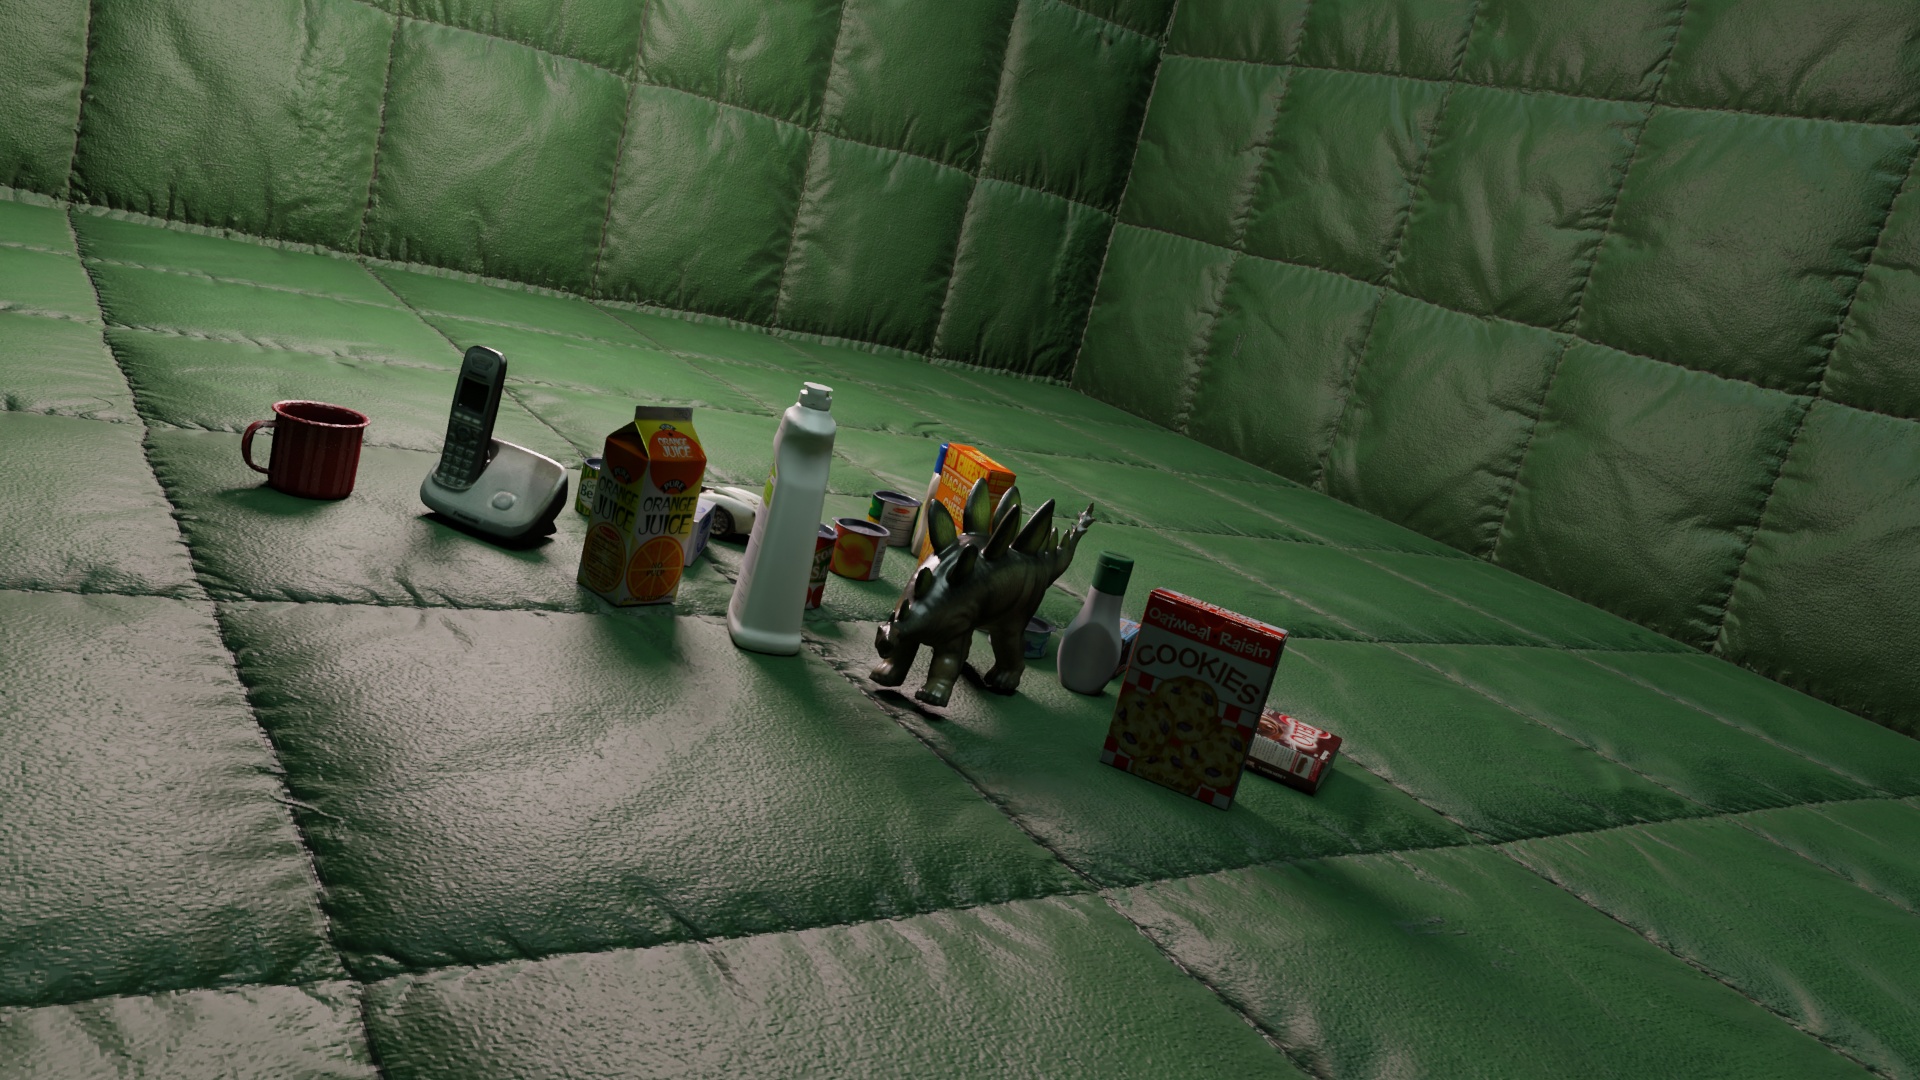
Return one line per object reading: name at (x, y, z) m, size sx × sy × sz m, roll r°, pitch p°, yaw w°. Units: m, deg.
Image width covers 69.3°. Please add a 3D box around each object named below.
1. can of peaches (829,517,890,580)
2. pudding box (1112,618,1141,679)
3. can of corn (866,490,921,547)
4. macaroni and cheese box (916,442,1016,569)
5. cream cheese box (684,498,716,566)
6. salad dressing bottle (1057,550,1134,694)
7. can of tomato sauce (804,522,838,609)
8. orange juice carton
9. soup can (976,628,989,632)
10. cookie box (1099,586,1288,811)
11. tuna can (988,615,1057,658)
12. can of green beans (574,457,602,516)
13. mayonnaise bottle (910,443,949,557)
can of peaches at (-0.124, 0.009, 1.643) m, size 0.071 × 0.058 × 0.071 m, roll 14°, pitch 13°, yaw -3°
pudding box at (0.174, 0.119, 1.543) m, size 0.030 × 0.049 × 0.084 m, roll 20°, pitch 14°, yaw 18°
can of corn at (-0.090, -0.030, 1.838) m, size 0.071 × 0.058 × 0.071 m, roll 14°, pitch 13°, yaw -3°
macaroni and cheese box at (0.006, -0.021, 1.675) m, size 0.040 × 0.166 × 0.124 m, roll 8°, pitch 15°, yaw -28°
cream cheese box at (-0.297, -0.010, 1.543) m, size 0.024 × 0.053 × 0.104 m, roll 15°, pitch 13°, yaw -3°
salad dressing bottle at (0.143, 0.084, 1.439) m, size 0.064 × 0.147 × 0.044 m, roll 16°, pitch 13°, yaw 6°
can of tomato sauce at (-0.170, 0.024, 1.478) m, size 0.071 × 0.083 × 0.071 m, roll 14°, pitch 13°, yaw -3°
orange juice carton at (-0.306, -0.038, 1.348) m, size 0.073 × 0.192 × 0.072 m, roll 25°, pitch 16°, yaw 36°
soup can at (0.040, 0.056, 1.578) m, size 0.071 × 0.083 × 0.071 m, roll 14°, pitch 13°, yaw -3°
cookie box at (0.208, 0.140, 1.242) m, size 0.123 × 0.167 × 0.040 m, roll 19°, pitch 13°, yaw 18°
tuna can at (0.068, 0.103, 1.526) m, size 0.071 × 0.032 × 0.071 m, roll 14°, pitch 13°, yaw -3°
can of green beans at (-0.409, -0.059, 1.610) m, size 0.071 × 0.057 × 0.071 m, roll 14°, pitch 13°, yaw -3°
mayonnaise bottle at (-0.027, -0.051, 1.799) m, size 0.041 × 0.147 × 0.065 m, roll 16°, pitch 13°, yaw 3°
